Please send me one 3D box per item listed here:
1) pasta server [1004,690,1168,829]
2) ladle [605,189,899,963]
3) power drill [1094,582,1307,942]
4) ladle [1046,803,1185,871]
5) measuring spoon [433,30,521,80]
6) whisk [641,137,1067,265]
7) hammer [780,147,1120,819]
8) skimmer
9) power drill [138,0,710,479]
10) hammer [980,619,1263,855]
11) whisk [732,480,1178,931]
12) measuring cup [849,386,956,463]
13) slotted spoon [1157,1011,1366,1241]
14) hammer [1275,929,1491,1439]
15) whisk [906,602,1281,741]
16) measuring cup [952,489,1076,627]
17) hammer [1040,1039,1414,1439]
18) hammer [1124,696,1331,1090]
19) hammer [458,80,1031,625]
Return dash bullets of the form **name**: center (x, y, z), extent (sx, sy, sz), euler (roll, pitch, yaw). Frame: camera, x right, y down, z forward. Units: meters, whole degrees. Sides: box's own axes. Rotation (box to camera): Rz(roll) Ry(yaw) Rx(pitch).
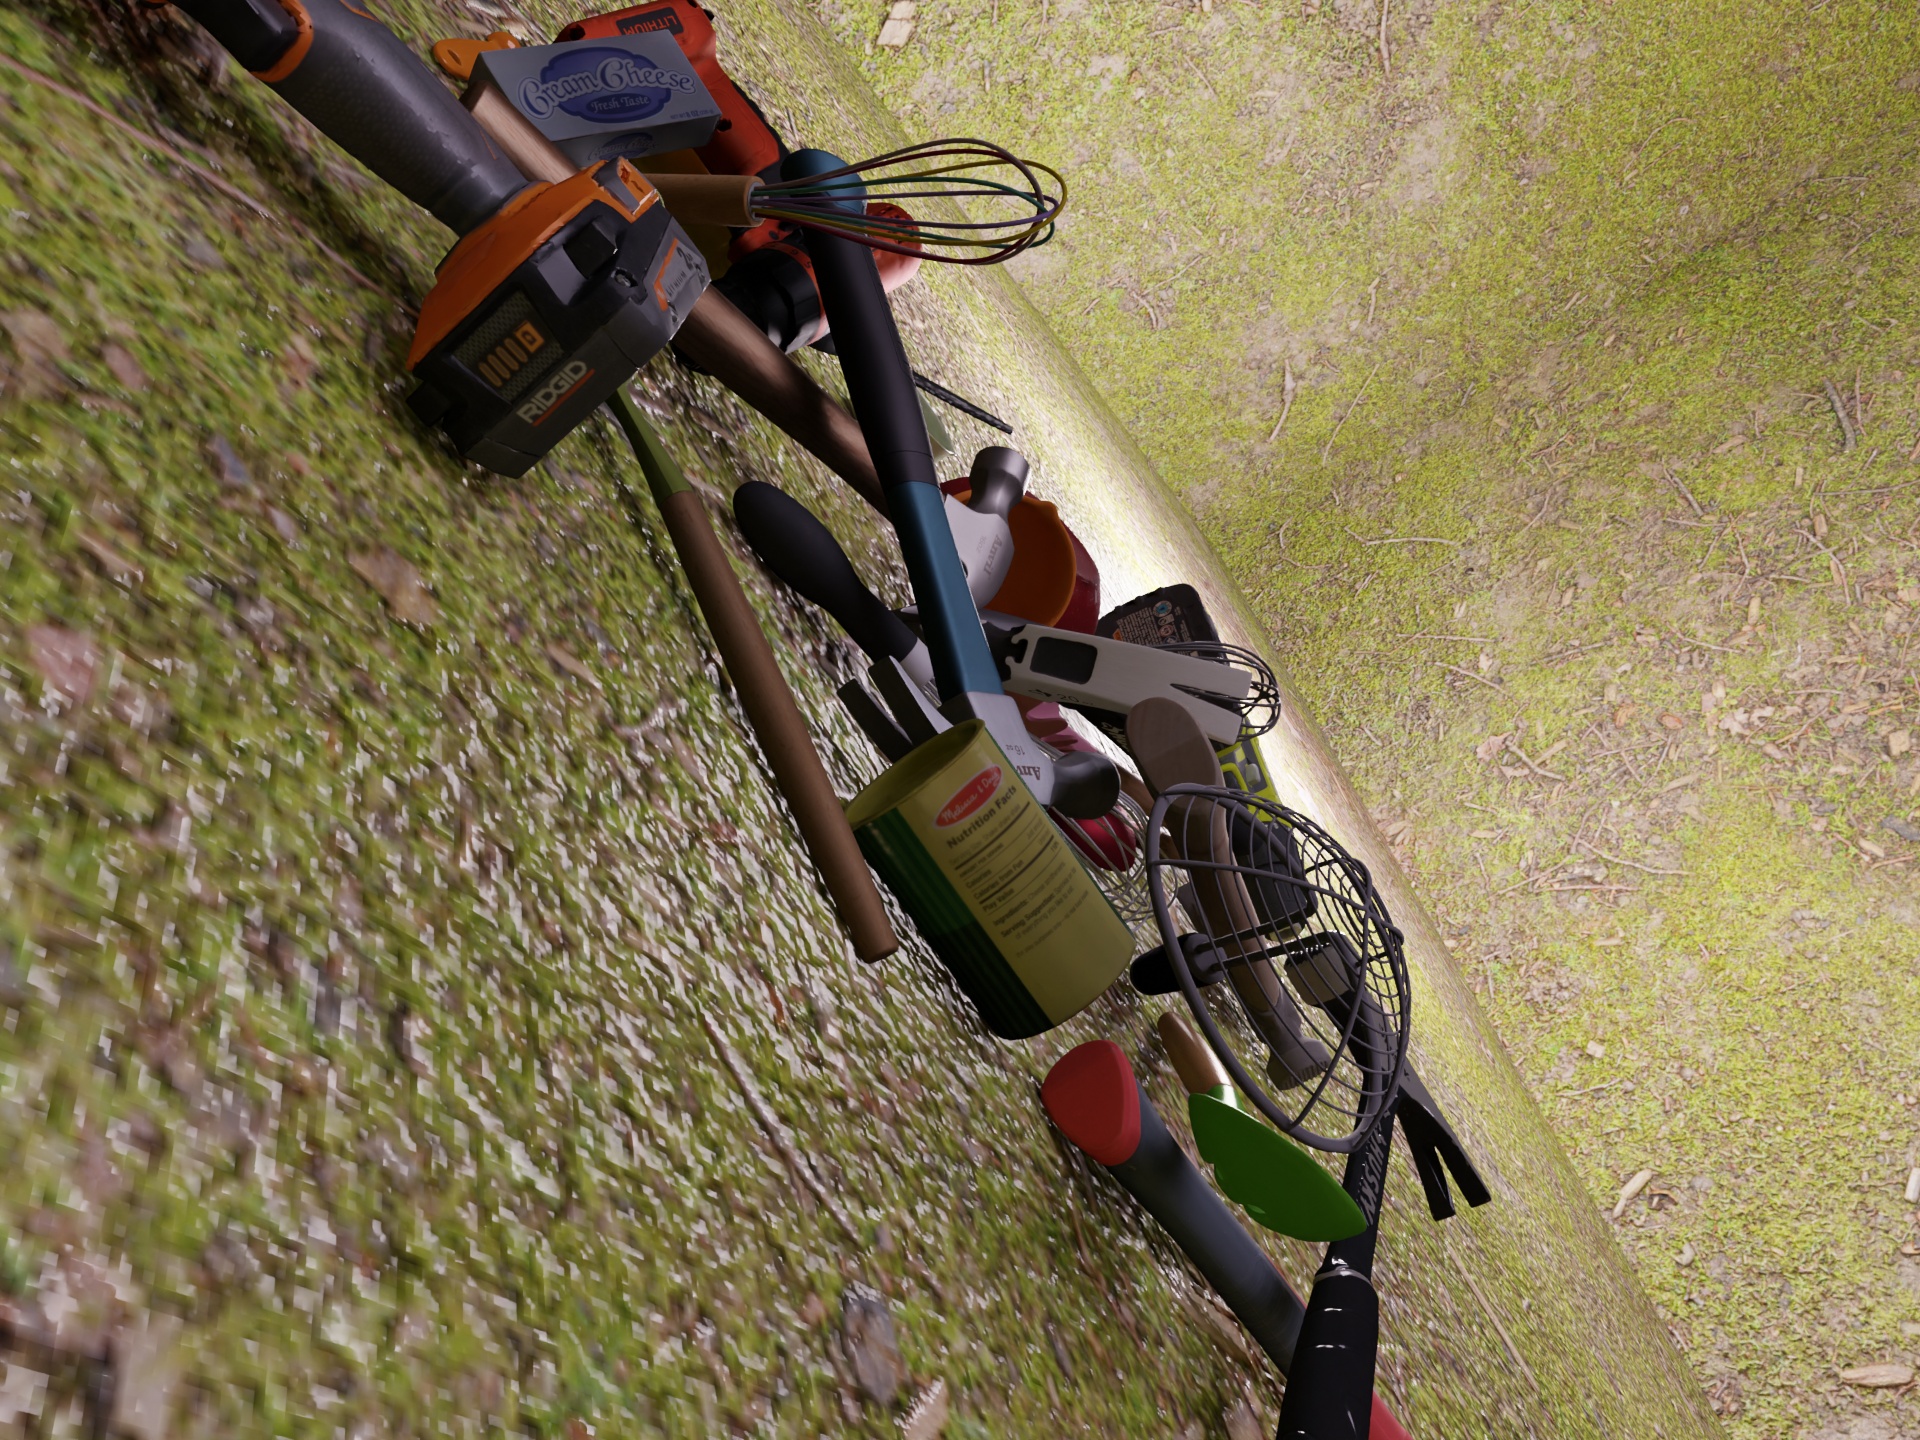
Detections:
- **pasta server**: center (0.097, 0.027, 1.011), extent (0.316, 0.040, 0.060), euler (35, 38, -58)
- **ladle**: center (-0.083, -0.063, 0.583), extent (0.078, 0.062, 0.320), euler (92, -26, -72)
- **power drill**: center (0.177, 0.033, 1.101), extent (0.228, 0.080, 0.191), euler (54, 18, -47)
- **ladle**: center (0.118, 0.076, 0.999), extent (0.069, 0.031, 0.315), euler (58, 12, 21)
- **measuring spoon**: center (-0.224, -0.314, 0.746), extent (0.021, 0.011, 0.117), euler (51, 15, -20)
- **whisk**: center (-0.068, -0.227, 0.694), extent (0.051, 0.245, 0.047), euler (14, 85, -68)
- **hammer**: center (-0.024, -0.111, 0.702), extent (0.128, 0.033, 0.331), euler (5, 62, -46)
- **skimmer**: center (0.089, 0.104, 0.639), extent (0.127, 0.090, 0.363), euler (62, -11, 8)
- **power drill**: center (-0.184, -0.183, 0.467), extent (0.226, 0.084, 0.164), euler (47, 18, -20)
- **hammer**: center (0.116, 0.023, 0.864), extent (0.334, 0.146, 0.035), euler (38, 66, -60)
- **whisk**: center (-0.002, -0.002, 0.725), extent (0.284, 0.070, 0.070), euler (46, 17, -18)
- **measuring cup**: center (-0.043, -0.177, 1.000), extent (0.083, 0.038, 0.168), euler (51, 17, -19)
- **slotted spoon**: center (0.106, 0.154, 0.657), extent (0.070, 0.031, 0.314), euler (41, 0, 1)
- **hammer**: center (0.154, 0.218, 0.624), extent (0.149, 0.036, 0.409), euler (58, 23, -2)
- **whisk**: center (0.076, -0.030, 0.865), extent (0.238, 0.055, 0.055), euler (11, 36, -23)
- **measuring cup**: center (-0.016, -0.110, 0.873), extent (0.173, 0.095, 0.052), euler (37, 4, -15)
- **hammer**: center (0.157, 0.274, 0.671), extent (0.386, 0.038, 0.143), euler (53, 13, -15)
- **hammer**: center (0.132, 0.081, 0.835), extent (0.146, 0.038, 0.410), euler (63, 3, 30)
- **hammer**: center (-0.092, -0.156, 0.721), extent (0.331, 0.031, 0.130), euler (38, 55, -33)
